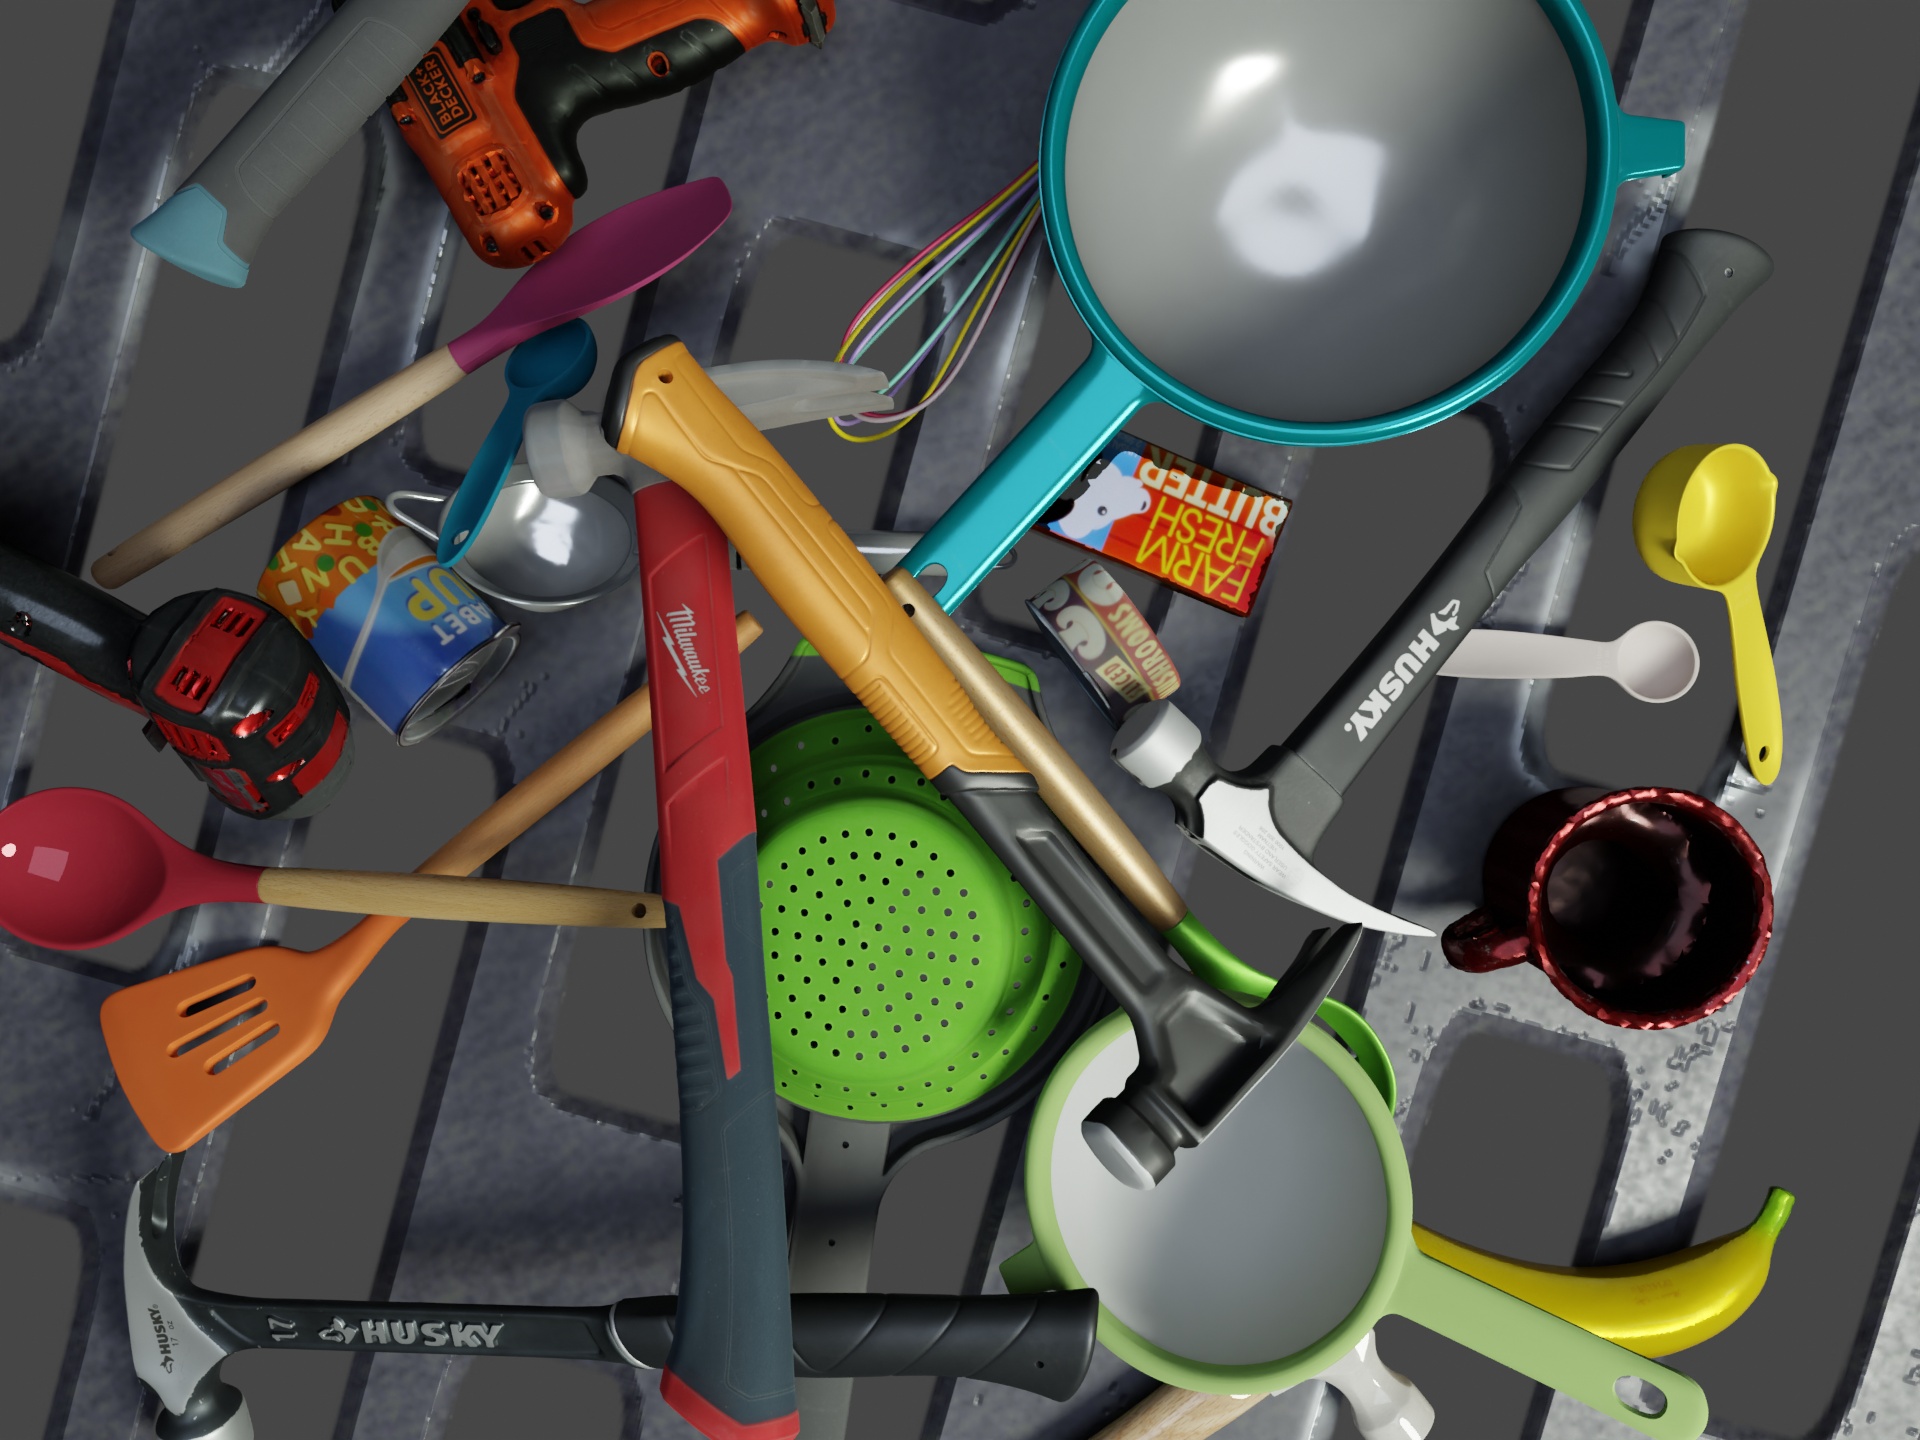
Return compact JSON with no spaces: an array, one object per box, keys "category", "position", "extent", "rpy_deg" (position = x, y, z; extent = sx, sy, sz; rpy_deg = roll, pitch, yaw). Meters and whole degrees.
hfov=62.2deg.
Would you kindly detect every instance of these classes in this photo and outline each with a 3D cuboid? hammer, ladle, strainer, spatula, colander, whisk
[{"category":"hammer","position":[0.031,0.340,0.680],"extent":[0.331,0.031,0.130],"rpy_deg":[-37,91,3]},{"category":"ladle","position":[-0.262,0.068,0.652],"extent":[0.315,0.031,0.069],"rpy_deg":[2,88,13]},{"category":"hammer","position":[-0.192,-0.294,0.609],"extent":[0.128,0.033,0.331],"rpy_deg":[43,92,4]},{"category":"strainer","position":[-0.104,-0.070,0.666],"extent":[0.258,0.050,0.087],"rpy_deg":[1,49,-4]},{"category":"spatula","position":[-0.216,0.055,0.672],"extent":[0.322,0.041,0.081],"rpy_deg":[-39,66,1]},{"category":"strainer","position":[0.094,-0.162,0.633],"extent":[0.211,0.095,0.340],"rpy_deg":[44,97,2]},{"category":"hammer","position":[-0.001,-0.002,0.564],"extent":[0.127,0.034,0.337],"rpy_deg":[-41,93,-22]},{"category":"hammer","position":[0.217,-0.065,0.640],"extent":[0.146,0.035,0.335],"rpy_deg":[41,85,-13]},{"category":"hammer","position":[-0.148,0.239,0.633],"extent":[0.409,0.036,0.149],"rpy_deg":[-3,107,10]},{"category":"strainer","position":[0.151,0.198,0.611],"extent":[0.256,0.069,0.151],"rpy_deg":[21,93,23]},{"category":"colander","position":[-0.047,0.163,0.644],"extent":[0.204,0.094,0.397],"rpy_deg":[8,92,1]},{"category":"whisk","position":[0.026,-0.213,0.662],"extent":[0.047,0.051,0.245],"rpy_deg":[41,88,-21]},{"category":"hammer","position":[-0.076,0.052,0.575],"extent":[0.143,0.038,0.386],"rpy_deg":[-8,74,3]}]

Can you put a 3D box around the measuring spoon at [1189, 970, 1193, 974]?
[{"category":"measuring spoon","position":[0.069,0.153,0.685],"extent":[0.021,0.011,0.117],"rpy_deg":[39,89,-3]}]

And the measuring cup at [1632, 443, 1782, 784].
[{"category":"measuring cup","position":[0.309,-0.041,0.649],"extent":[0.062,0.029,0.156],"rpy_deg":[-33,117,-19]}]

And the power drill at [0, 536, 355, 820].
[{"category":"power drill","position":[-0.347,-0.027,0.630],"extent":[0.219,0.143,0.079],"rpy_deg":[23,66,4]}]

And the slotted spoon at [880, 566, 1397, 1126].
[{"category":"slotted spoon","position":[0.071,0.060,0.635],"extent":[0.070,0.031,0.313],"rpy_deg":[-34,107,23]}]

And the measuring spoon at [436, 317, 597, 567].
[{"category":"measuring spoon","position":[-0.181,-0.111,0.652],"extent":[0.042,0.021,0.129],"rpy_deg":[2,60,28]}]

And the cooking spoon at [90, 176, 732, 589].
[{"category":"cooking spoon","position":[-0.233,-0.139,0.671],"extent":[0.319,0.069,0.017],"rpy_deg":[-29,135,5]}]

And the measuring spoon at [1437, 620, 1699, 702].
[{"category":"measuring spoon","position":[0.245,-0.026,0.673],"extent":[0.124,0.018,0.034],"rpy_deg":[3,84,8]}]
